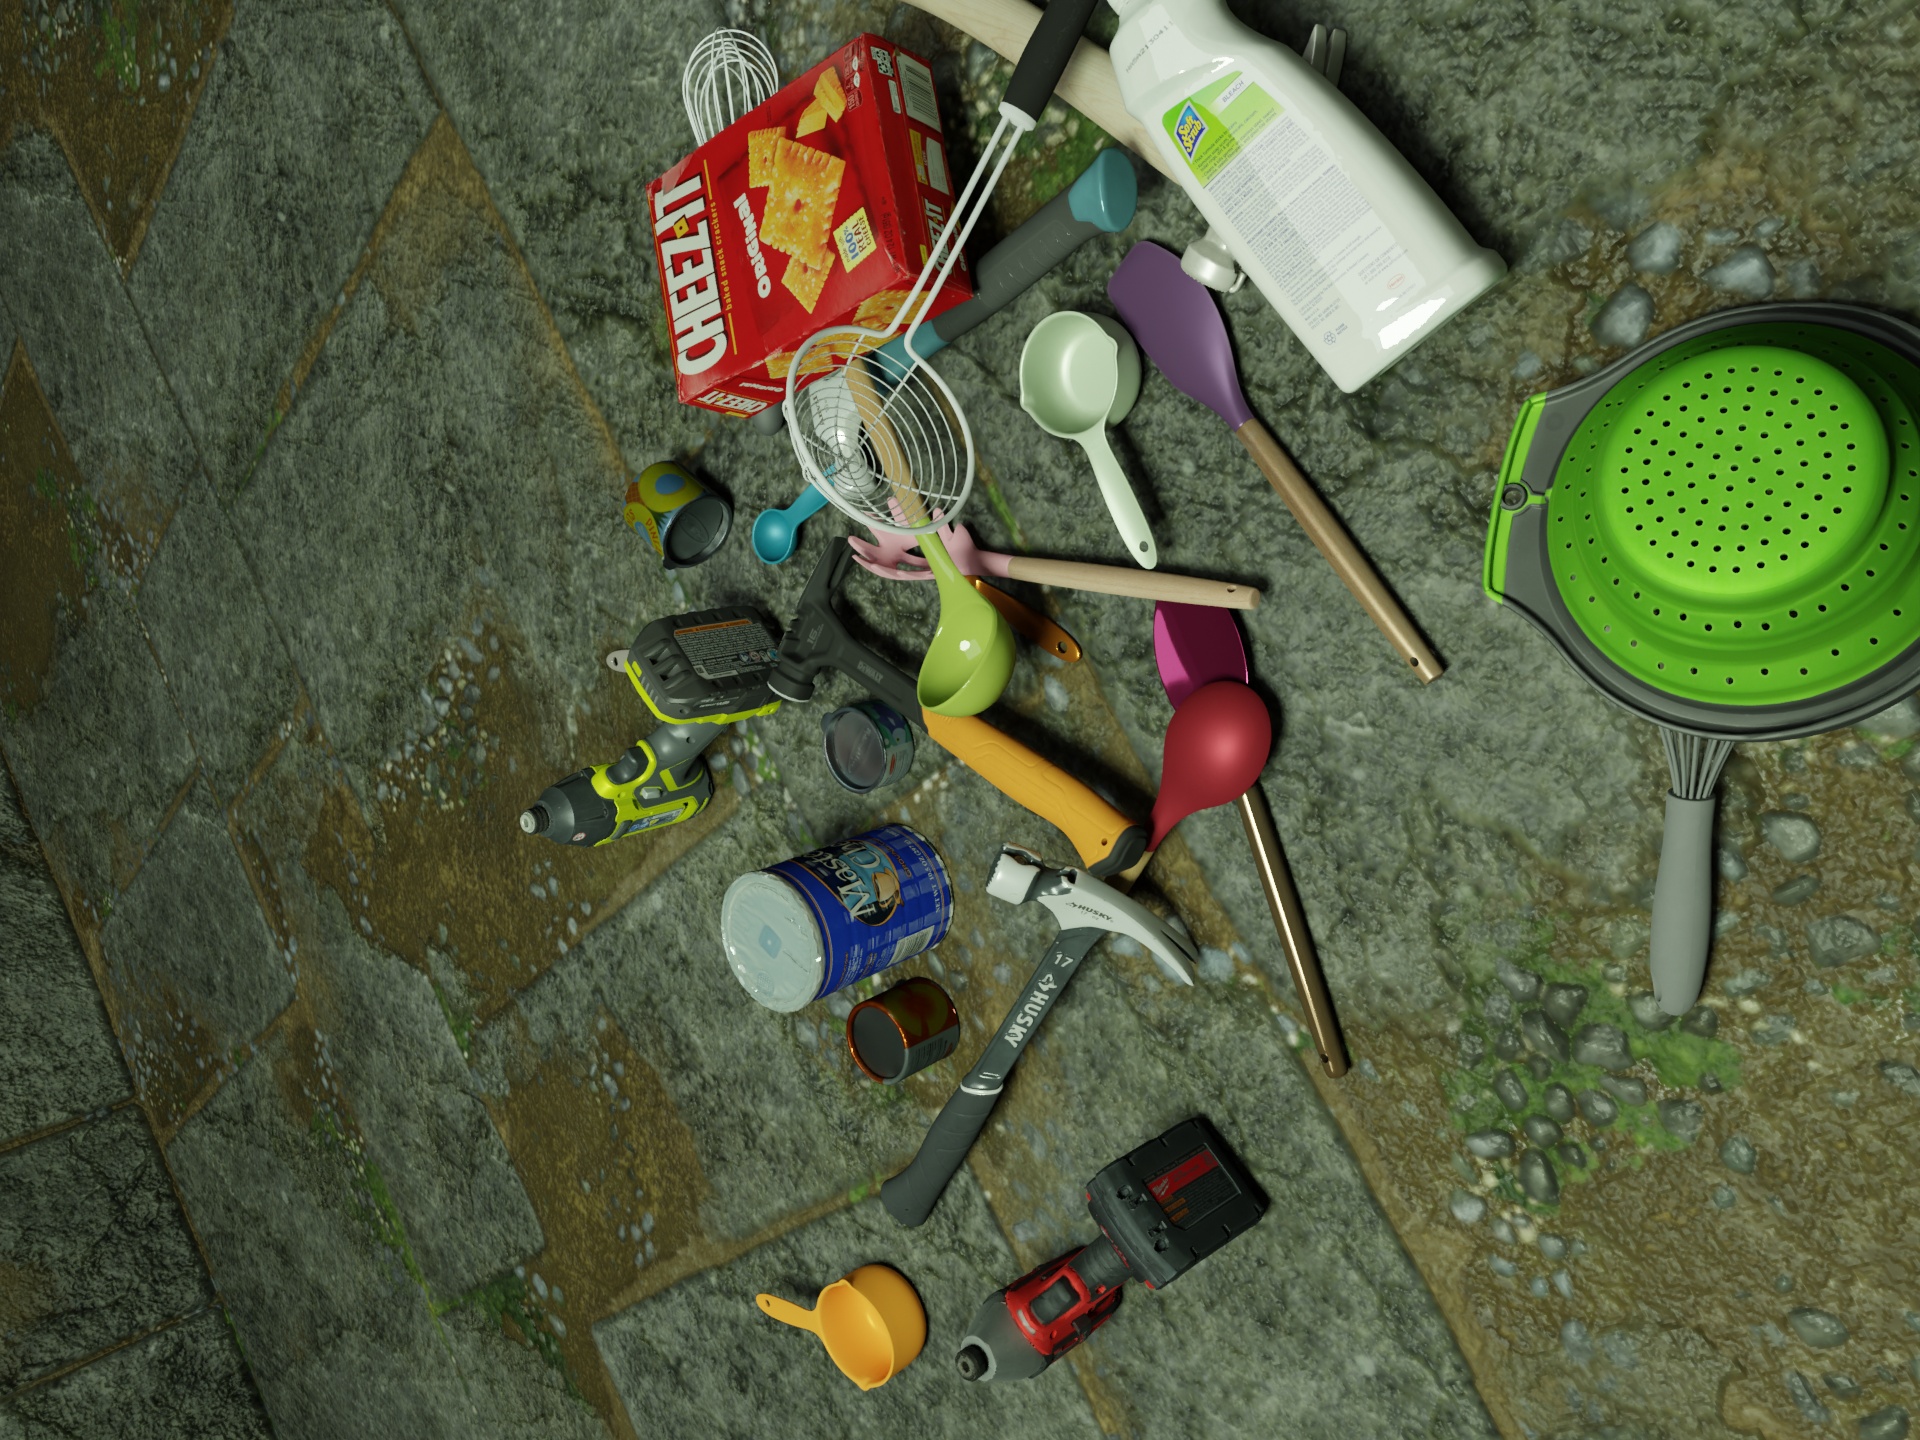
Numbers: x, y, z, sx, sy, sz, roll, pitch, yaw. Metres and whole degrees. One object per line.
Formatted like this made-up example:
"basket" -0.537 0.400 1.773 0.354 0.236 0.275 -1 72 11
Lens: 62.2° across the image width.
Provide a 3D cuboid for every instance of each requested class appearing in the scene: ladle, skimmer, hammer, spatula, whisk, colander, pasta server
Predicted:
"ladle" -0.044 -0.151 1.033 0.078 0.062 0.320 -33 75 42
"skimmer" 0.016 -0.279 0.881 0.363 0.127 0.090 -62 30 6
"hammer" 0.045 -0.421 0.959 0.411 0.038 0.146 42 125 27
"spatula" 0.181 -0.152 0.919 0.316 0.018 0.059 58 138 15
"whisk" 0.364 0.039 0.787 0.055 0.055 0.239 12 114 40
"hammer" -0.003 -0.260 1.018 0.331 0.033 0.128 -24 79 51
"colander" 0.409 -0.083 0.647 0.397 0.094 0.204 12 88 32
"whisk" -0.154 -0.348 1.149 0.070 0.070 0.284 10 112 40
"ladle" 0.109 0.095 1.034 0.069 0.031 0.315 53 136 27
"pasta server" 0.052 -0.101 1.028 0.316 0.040 0.060 13 65 41
"hammer" -0.002 -0.003 1.078 0.337 0.034 0.127 35 108 35
"hammer" 0.027 0.249 1.130 0.149 0.036 0.408 23 130 -3

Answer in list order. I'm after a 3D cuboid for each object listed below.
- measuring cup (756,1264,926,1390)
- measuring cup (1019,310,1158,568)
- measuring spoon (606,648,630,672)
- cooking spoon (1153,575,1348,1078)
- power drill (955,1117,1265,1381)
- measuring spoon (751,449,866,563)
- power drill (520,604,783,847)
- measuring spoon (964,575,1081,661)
"measuring cup" -0.099 0.492 1.328 0.174 0.052 0.095 -4 99 45
"measuring cup" 0.094 -0.173 0.981 0.083 0.038 0.167 -26 85 43
"measuring spoon" -0.270 -0.049 1.358 0.124 0.018 0.034 2 103 43
"cooking spoon" 0.183 0.066 0.977 0.069 0.017 0.319 -19 88 48
"power drill" 0.089 0.366 1.060 0.079 0.143 0.219 53 128 22
"measuring spoon" -0.108 -0.161 1.186 0.128 0.021 0.042 -36 73 33
"power drill" -0.237 0.015 1.245 0.080 0.171 0.223 54 127 18
"measuring spoon" 0.036 -0.071 1.077 0.117 0.011 0.021 37 124 30
